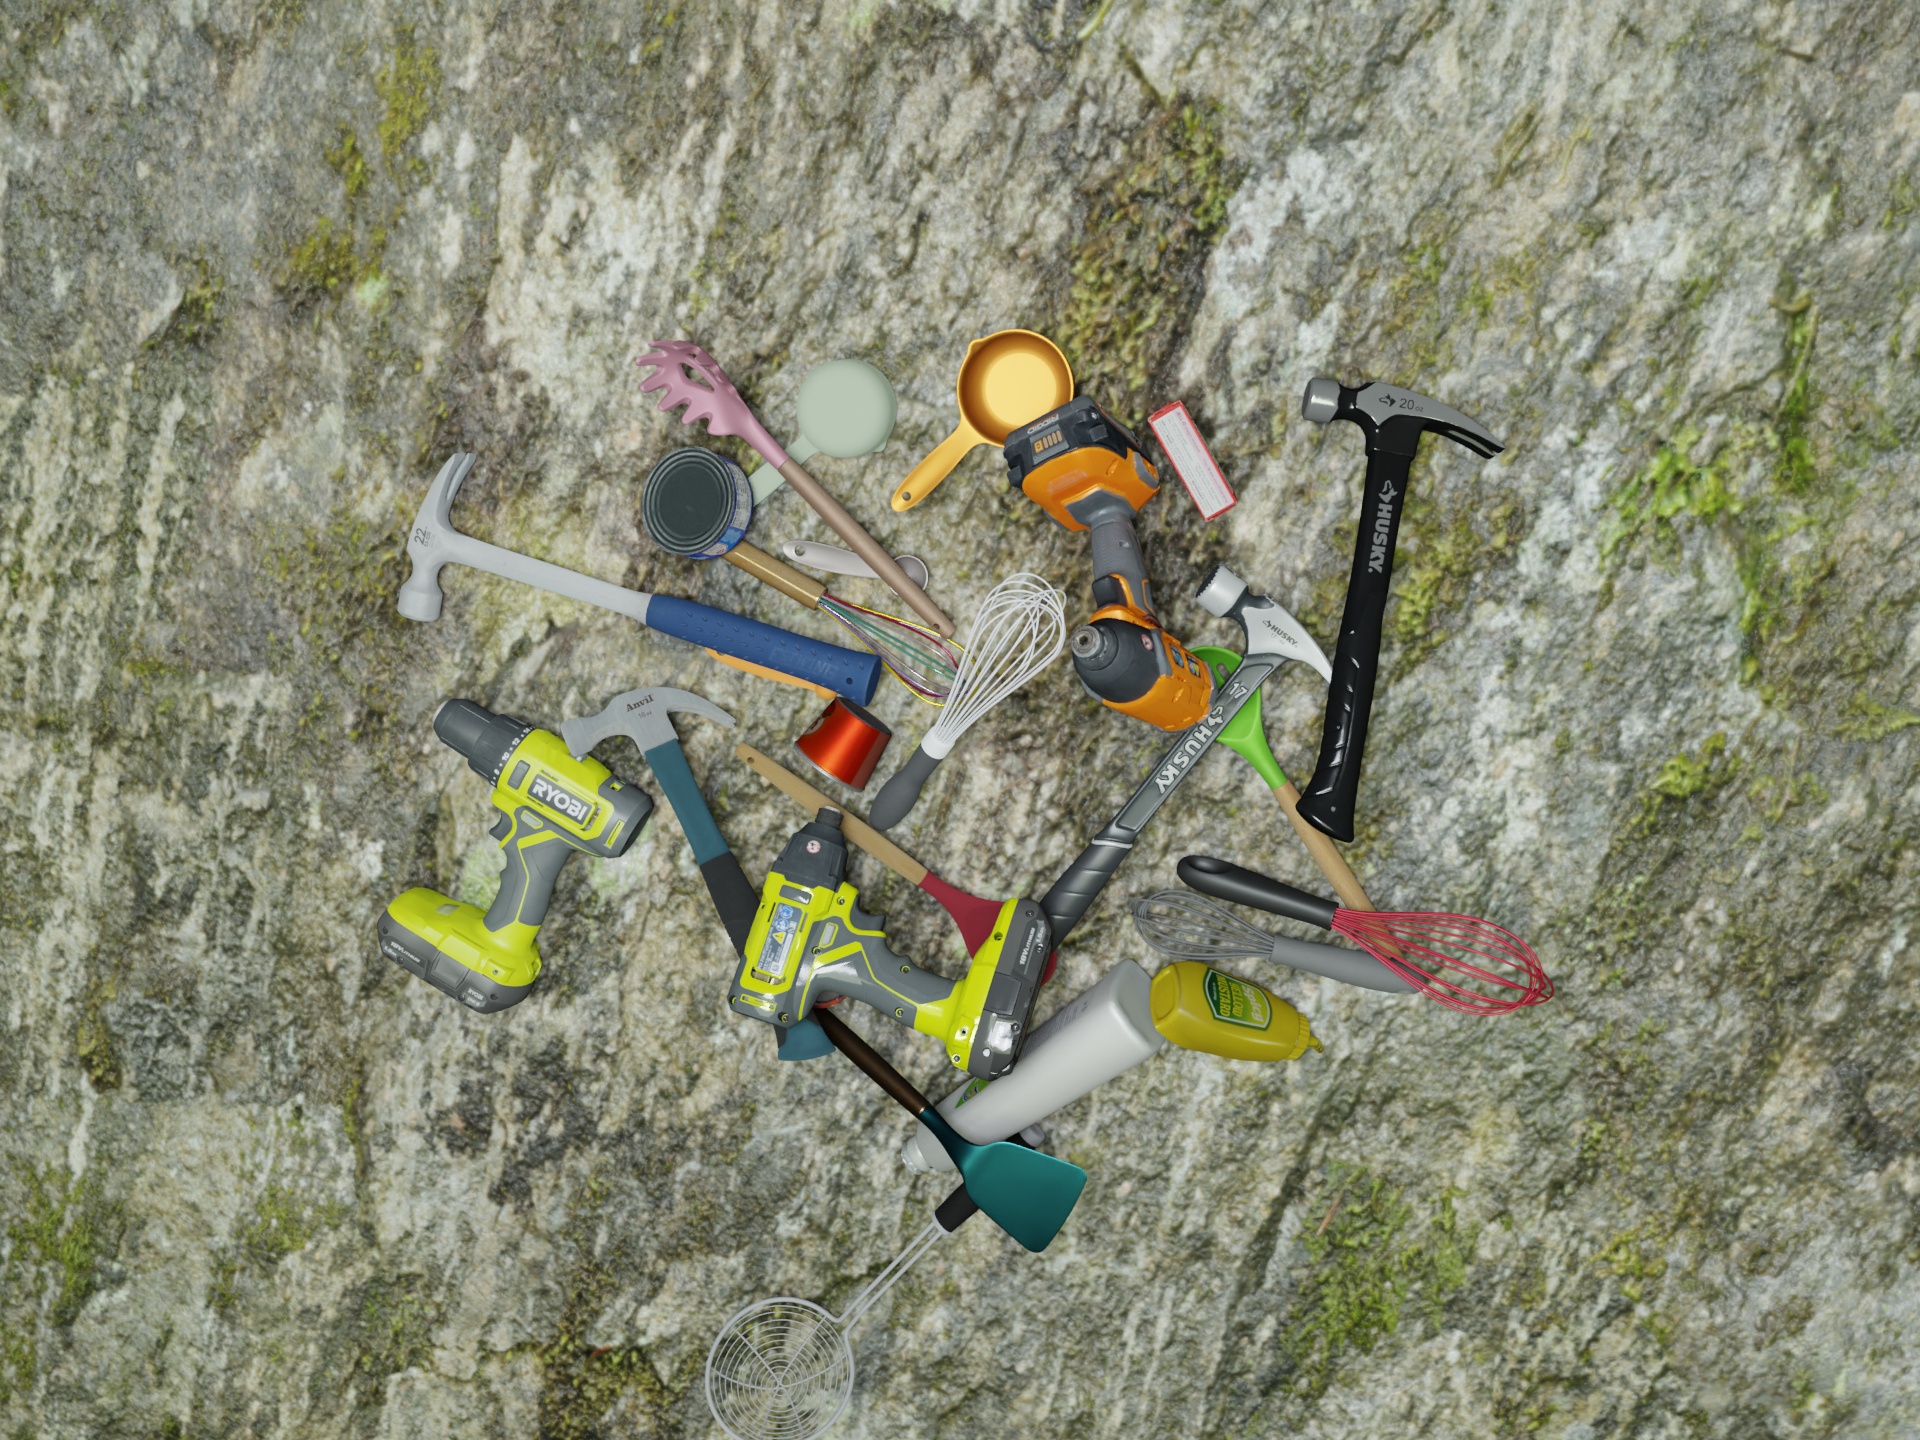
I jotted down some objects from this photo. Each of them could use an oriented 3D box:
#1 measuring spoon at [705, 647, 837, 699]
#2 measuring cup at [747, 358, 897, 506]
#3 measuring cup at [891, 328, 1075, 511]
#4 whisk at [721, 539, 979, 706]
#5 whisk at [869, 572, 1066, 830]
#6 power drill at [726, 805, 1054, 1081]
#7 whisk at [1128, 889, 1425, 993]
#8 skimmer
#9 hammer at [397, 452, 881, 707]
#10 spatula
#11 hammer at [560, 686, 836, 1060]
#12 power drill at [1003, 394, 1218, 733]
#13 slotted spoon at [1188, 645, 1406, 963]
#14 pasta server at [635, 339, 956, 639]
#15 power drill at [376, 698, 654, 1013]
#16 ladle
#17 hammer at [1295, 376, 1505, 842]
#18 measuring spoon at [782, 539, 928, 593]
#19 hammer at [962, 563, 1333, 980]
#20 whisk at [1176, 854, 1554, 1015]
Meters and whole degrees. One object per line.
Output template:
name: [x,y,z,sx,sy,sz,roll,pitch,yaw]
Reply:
measuring spoon: [-0.155,-0.042,1.295,0.117,0.011,0.021,20,104,4]
measuring cup: [-0.124,-0.214,1.240,0.167,0.038,0.083,-38,94,13]
measuring cup: [0.014,-0.223,1.213,0.173,0.052,0.095,-43,93,16]
whisk: [-0.094,-0.082,1.263,0.245,0.051,0.047,30,110,4]
whisk: [-0.001,-0.003,1.222,0.070,0.070,0.284,36,127,0]
power drill: [-0.048,0.171,1.213,0.223,0.080,0.171,16,76,8]
whisk: [0.249,0.179,1.259,0.239,0.055,0.055,13,103,6]
skimmer: [-0.069,0.470,1.350,0.363,0.090,0.127,-48,61,12]
hammer: [-0.256,-0.097,1.270,0.405,0.035,0.144,18,103,9]
spatula: [-0.041,0.299,1.283,0.318,0.044,0.082,36,107,29]
hammer: [-0.191,0.123,1.270,0.128,0.033,0.331,-25,83,-15]
power drill: [0.103,-0.110,1.127,0.084,0.164,0.227,-24,68,25]
slotted spoon: [0.263,0.072,1.251,0.070,0.031,0.313,-33,97,14]
pasta server: [-0.120,-0.174,1.222,0.316,0.040,0.060,45,131,-8]
power drill: [-0.389,0.109,1.329,0.190,0.080,0.228,31,101,0]
ladle: [-0.053,0.114,1.289,0.315,0.031,0.069,36,106,-7]
hammer: [0.300,-0.078,1.161,0.146,0.035,0.335,10,86,0]
measuring spoon: [-0.083,-0.126,1.269,0.124,0.018,0.034,14,106,12]
hammer: [0.135,0.082,1.236,0.149,0.036,0.409,36,105,-5]
whisk: [0.307,0.158,1.226,0.296,0.073,0.073,18,104,20]
